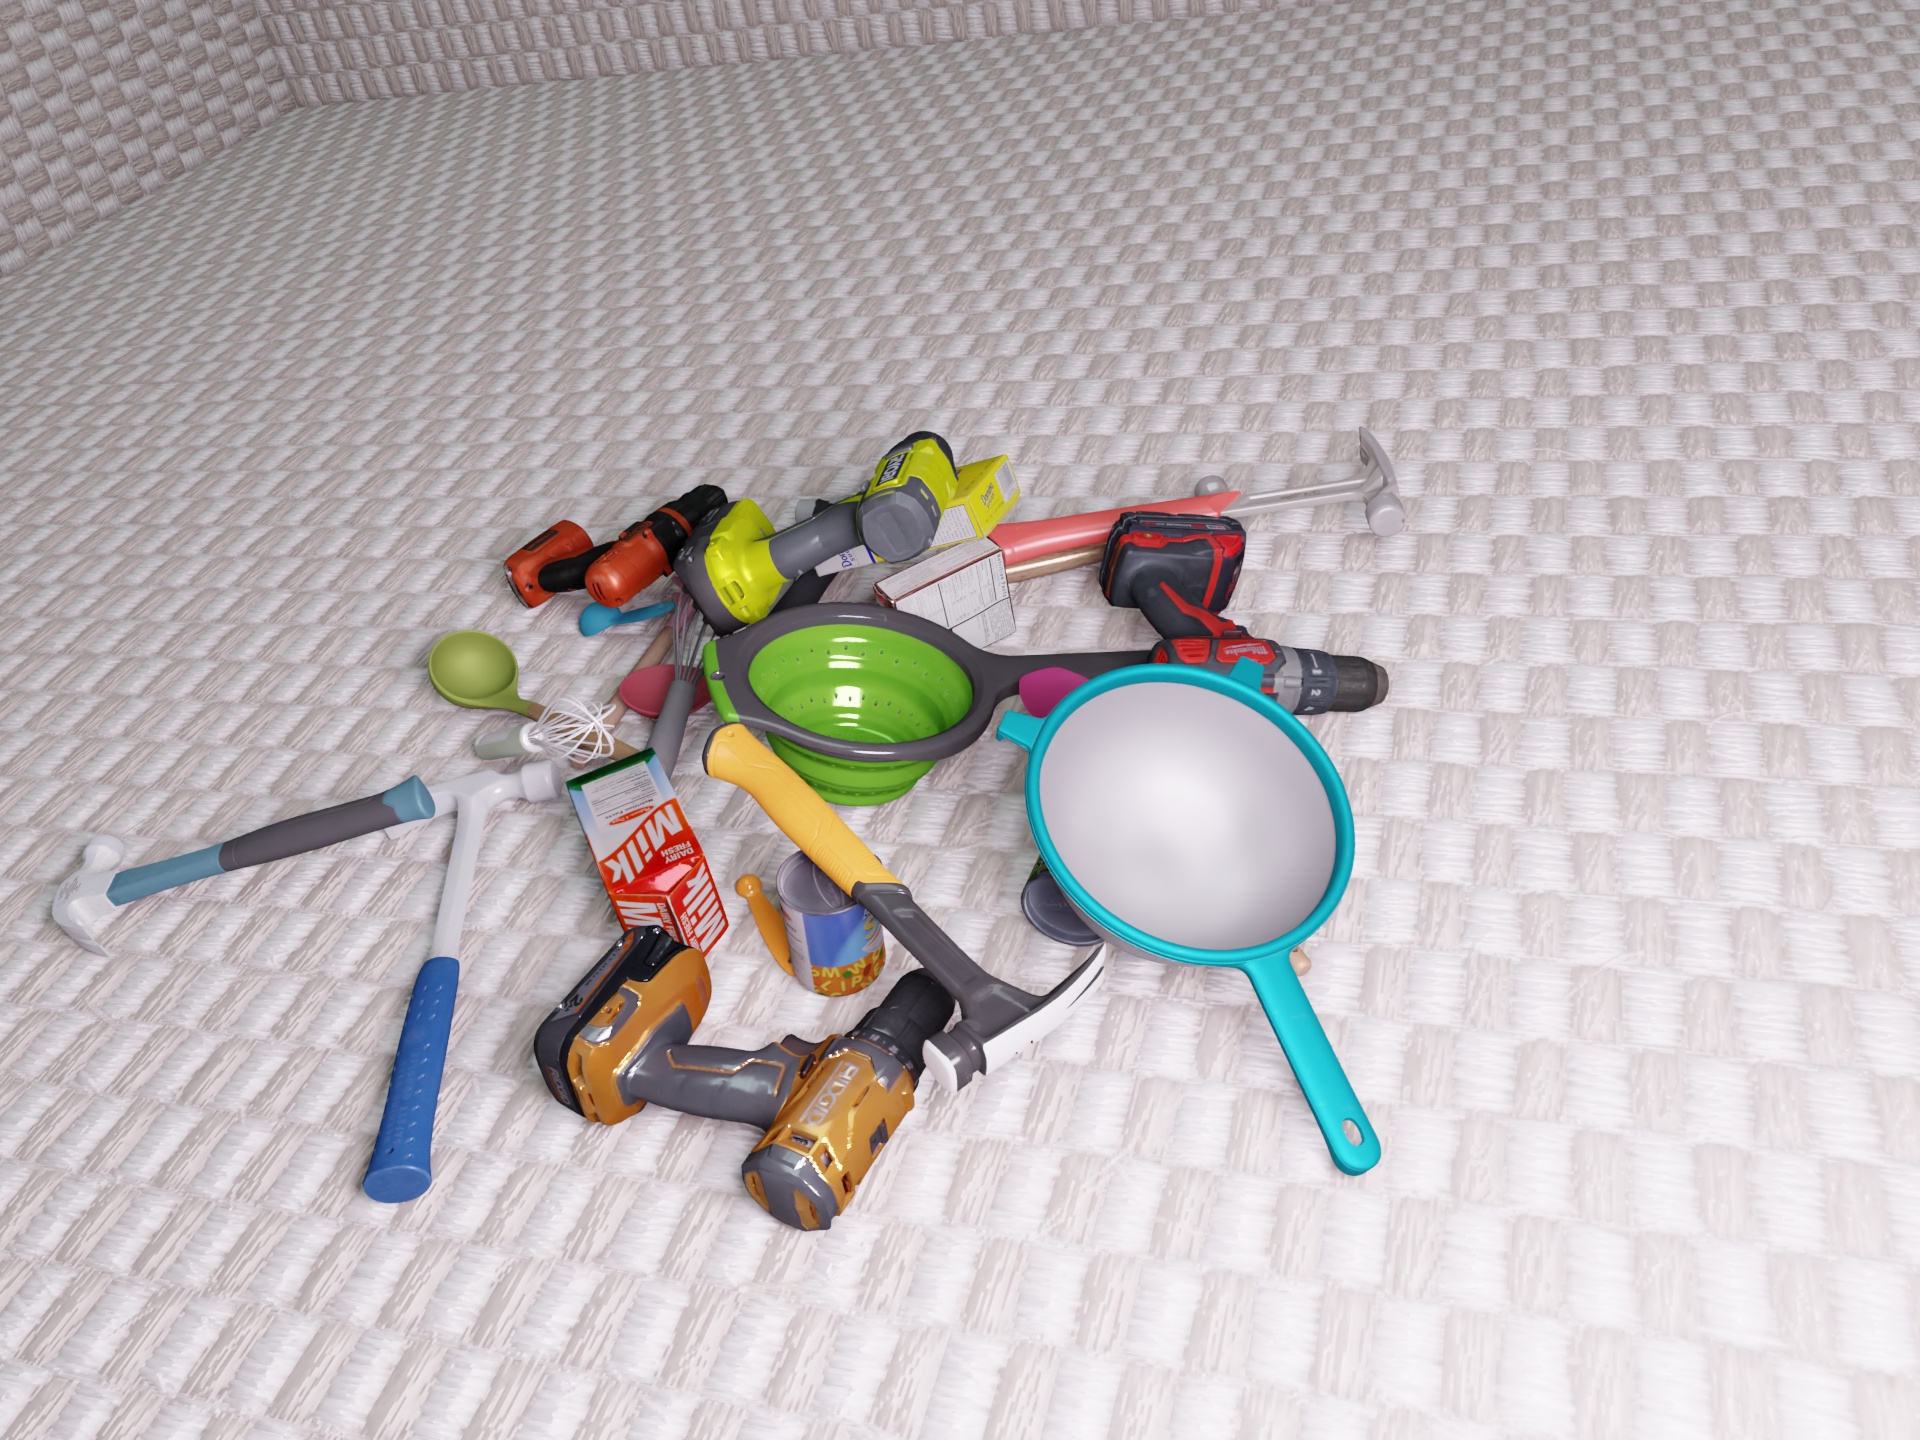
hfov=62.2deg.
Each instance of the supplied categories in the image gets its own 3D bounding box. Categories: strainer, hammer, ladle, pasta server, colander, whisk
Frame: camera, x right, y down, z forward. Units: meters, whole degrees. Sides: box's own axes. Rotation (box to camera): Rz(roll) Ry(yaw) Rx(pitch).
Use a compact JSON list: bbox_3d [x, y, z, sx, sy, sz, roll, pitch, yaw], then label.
[{"bbox_3d":[0.158,0.127,0.985,0.211,0.095,0.341,-13,63,-20],"label":"strainer"},{"bbox_3d":[0.095,-0.147,1.436,0.331,0.031,0.130,-12,36,1],"label":"hammer"},{"bbox_3d":[-0.140,-0.057,1.388,0.315,0.031,0.069,-17,46,-9],"label":"ladle"},{"bbox_3d":[-0.277,-0.070,1.433,0.060,0.040,0.316,-16,32,33],"label":"pasta server"},{"bbox_3d":[-0.129,-0.123,1.436,0.146,0.035,0.335,1,32,17],"label":"hammer"},{"bbox_3d":[-0.348,-0.012,1.340,0.078,0.062,0.320,-29,35,-36],"label":"ladle"},{"bbox_3d":[-0.568,0.103,1.259,0.331,0.033,0.128,-16,38,9],"label":"hammer"},{"bbox_3d":[-0.002,-0.004,1.244,0.397,0.094,0.205,-3,36,-18],"label":"colander"},{"bbox_3d":[-0.338,0.012,1.269,0.246,0.059,0.058,-8,35,53],"label":"whisk"},{"bbox_3d":[-0.379,0.171,1.149,0.144,0.035,0.406,-11,37,1],"label":"hammer"},{"bbox_3d":[0.198,-0.187,1.399,0.359,0.036,0.149,-8,36,6],"label":"hammer"},{"bbox_3d":[-0.233,-0.028,1.323,0.055,0.055,0.239,1,56,17],"label":"whisk"},{"bbox_3d":[-0.058,0.094,1.020,0.127,0.034,0.337,-29,48,-26],"label":"hammer"}]

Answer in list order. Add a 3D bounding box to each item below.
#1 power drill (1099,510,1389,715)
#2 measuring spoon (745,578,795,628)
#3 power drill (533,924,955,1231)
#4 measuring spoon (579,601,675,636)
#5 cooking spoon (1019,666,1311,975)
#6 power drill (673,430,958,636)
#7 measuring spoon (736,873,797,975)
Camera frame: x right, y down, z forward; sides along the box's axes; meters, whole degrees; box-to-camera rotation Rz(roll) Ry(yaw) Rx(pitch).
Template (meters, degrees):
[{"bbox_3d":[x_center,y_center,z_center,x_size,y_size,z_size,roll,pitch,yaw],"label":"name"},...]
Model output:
[{"bbox_3d":[0.217,-0.076,1.256,0.188,0.080,0.227,1,35,-14],"label":"power drill"},{"bbox_3d":[-0.174,-0.119,1.484,0.034,0.018,0.124,-3,37,13],"label":"measuring spoon"},{"bbox_3d":[-0.128,0.203,1.003,0.226,0.084,0.185,15,44,26],"label":"power drill"},{"bbox_3d":[-0.310,-0.103,1.467,0.129,0.021,0.042,-7,37,40],"label":"measuring spoon"},{"bbox_3d":[0.139,0.061,1.109,0.068,0.017,0.319,-16,47,-27],"label":"cooking spoon"},{"bbox_3d":[-0.110,-0.161,1.301,0.223,0.080,0.171,-20,27,22],"label":"power drill"},{"bbox_3d":[-0.135,0.144,1.135,0.021,0.011,0.117,-24,39,-15],"label":"measuring spoon"}]
